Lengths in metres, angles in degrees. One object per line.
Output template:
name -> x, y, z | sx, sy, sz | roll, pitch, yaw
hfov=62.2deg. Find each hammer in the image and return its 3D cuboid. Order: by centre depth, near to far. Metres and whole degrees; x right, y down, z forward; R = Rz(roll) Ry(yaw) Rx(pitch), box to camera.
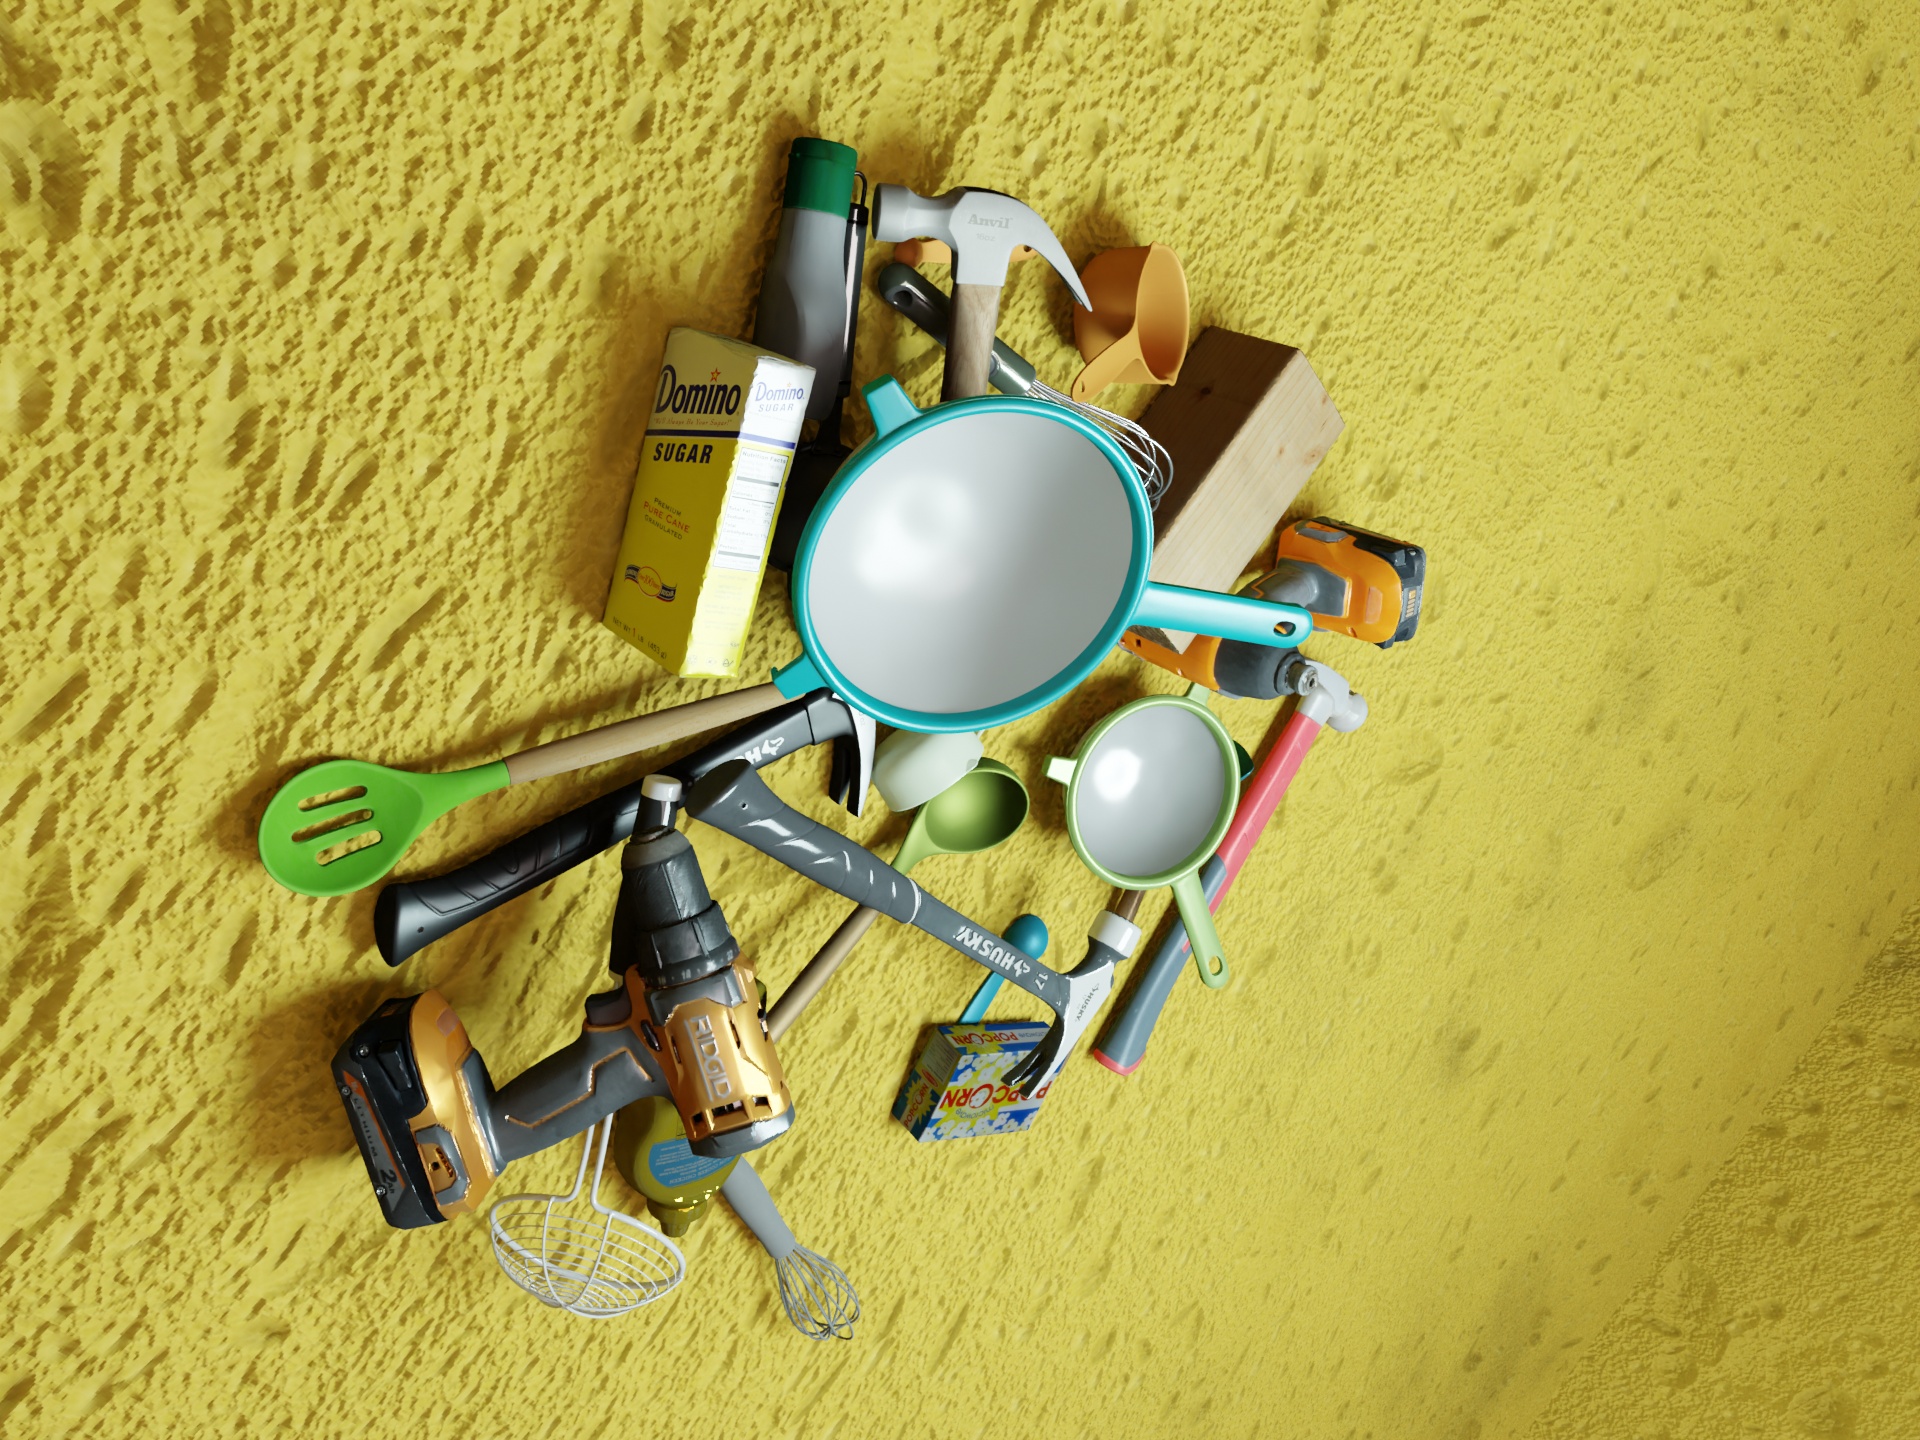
hammer -> -0.191, 0.055, 0.955 | 0.335, 0.035, 0.146 | -29, 127, -28
hammer -> -0.001, -0.153, 0.970 | 0.130, 0.031, 0.331 | 1, 119, -12
hammer -> -0.027, 0.129, 1.043 | 0.408, 0.036, 0.149 | 36, 80, -42
hammer -> 0.213, 0.123, 1.345 | 0.143, 0.038, 0.386 | 29, 91, -48

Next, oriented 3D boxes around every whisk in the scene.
whisk -> 0.044, -0.205, 0.993 | 0.246, 0.058, 0.059 | 33, 48, -30
whisk -> -0.131, 0.388, 1.174 | 0.055, 0.055, 0.238 | -39, 128, -21

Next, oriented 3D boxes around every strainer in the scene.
strainer -> -0.075, -0.187, 0.932 | 0.086, 0.050, 0.258 | -1, 109, -26
strainer -> 0.054, -0.096, 0.948 | 0.340, 0.095, 0.211 | 7, 120, -26
strainer -> 0.151, 0.093, 1.229 | 0.151, 0.069, 0.256 | -29, 114, -17

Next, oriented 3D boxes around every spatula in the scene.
spatula -> 0.147, 0.158, 1.300 | 0.044, 0.082, 0.317 | 21, 103, -10

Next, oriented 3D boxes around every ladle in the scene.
ladle -> -0.064, 0.144, 1.058 | 0.320, 0.062, 0.078 | -50, 136, -27

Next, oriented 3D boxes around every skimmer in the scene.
skimmer -> -0.207, 0.203, 0.971 | 0.090, 0.127, 0.363 | -63, 166, -80

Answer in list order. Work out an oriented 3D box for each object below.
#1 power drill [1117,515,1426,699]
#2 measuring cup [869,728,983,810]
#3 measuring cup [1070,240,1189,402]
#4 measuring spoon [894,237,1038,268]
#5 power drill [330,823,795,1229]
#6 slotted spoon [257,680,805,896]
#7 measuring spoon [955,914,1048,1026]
power drill -> 0.249, -0.078, 1.189 | 0.226, 0.164, 0.084 | -22, 124, -35
measuring cup -> -0.002, -0.003, 1.085 | 0.038, 0.083, 0.168 | 54, 51, -16
measuring cup -> 0.089, -0.240, 1.003 | 0.174, 0.052, 0.095 | -48, 135, -43
measuring spoon -> 0.009, -0.288, 0.972 | 0.117, 0.011, 0.021 | -16, 121, -36
power drill -> -0.222, 0.170, 0.881 | 0.226, 0.084, 0.185 | -16, 99, 0
slotted spoon -> -0.228, 0.023, 0.886 | 0.313, 0.031, 0.070 | -18, 103, -27
measuring spoon -> 0.031, 0.211, 1.242 | 0.042, 0.021, 0.128 | 36, 86, -46
